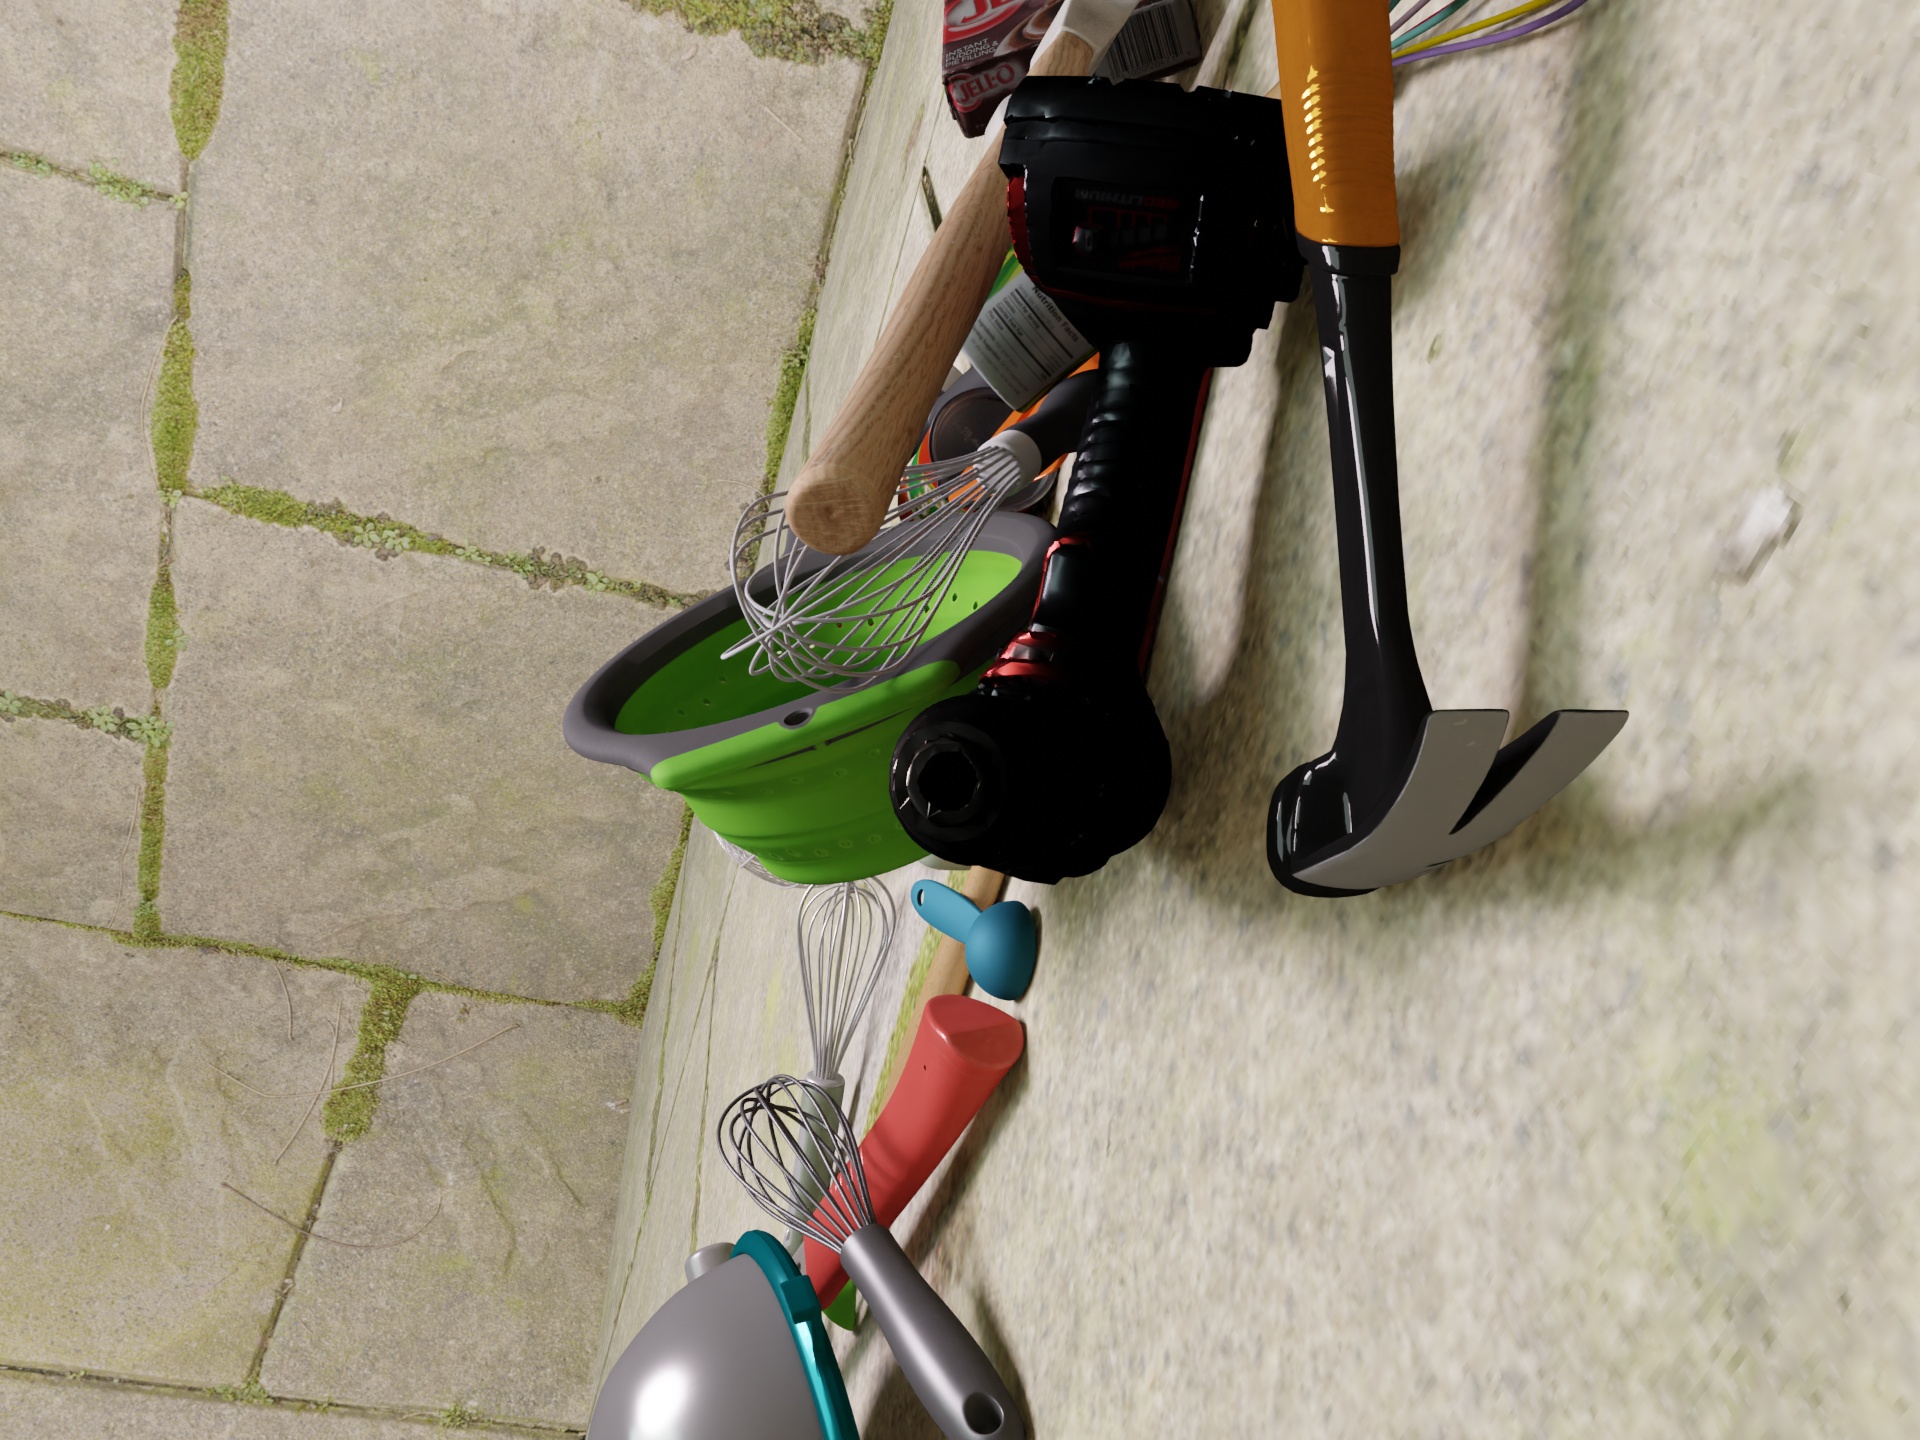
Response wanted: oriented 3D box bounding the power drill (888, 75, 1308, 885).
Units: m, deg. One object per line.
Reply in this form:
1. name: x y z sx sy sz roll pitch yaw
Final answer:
1. power drill: 0.037 -0.063 0.461 0.188 0.080 0.226 3 -82 -74

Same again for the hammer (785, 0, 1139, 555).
1. hammer: 0.010 -0.177 0.552 0.130 0.031 0.331 -51 14 48

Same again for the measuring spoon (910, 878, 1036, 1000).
1. measuring spoon: -0.004 0.090 0.705 0.129 0.021 0.042 18 99 65

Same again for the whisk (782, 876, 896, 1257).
1. whisk: -0.081 0.207 0.952 0.058 0.059 0.246 -137 54 -77

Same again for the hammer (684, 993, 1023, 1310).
1. hammer: -0.053 0.250 0.748 0.149 0.036 0.359 63 141 32

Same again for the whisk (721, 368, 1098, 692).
1. whisk: 0.004 -0.085 0.584 0.285 0.070 0.070 -43 -21 -51

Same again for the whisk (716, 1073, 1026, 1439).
1. whisk: -0.040 0.211 0.630 0.239 0.055 0.055 34 113 56

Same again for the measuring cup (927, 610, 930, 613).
1. measuring cup: -0.019 -0.032 0.778 0.029 0.062 0.157 -44 10 47

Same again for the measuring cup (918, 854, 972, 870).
1. measuring cup: -0.001 -0.002 0.732 0.083 0.038 0.167 -112 24 -51

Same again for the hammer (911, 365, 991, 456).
1. hammer: -0.006 -0.180 0.935 0.146 0.035 0.335 -54 14 -10

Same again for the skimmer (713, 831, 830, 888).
1. skimmer: -0.069 0.048 0.977 0.363 0.127 0.090 -21 41 63

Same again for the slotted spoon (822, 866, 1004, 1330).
1. slotted spoon: -0.029 0.182 0.784 0.070 0.031 0.313 -111 36 -57

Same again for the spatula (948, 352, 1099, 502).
1. spatula: 0.060 -0.250 0.761 0.081 0.041 0.323 -7 68 52

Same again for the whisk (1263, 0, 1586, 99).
1. whisk: 0.117 -0.198 0.450 0.245 0.047 0.051 -161 82 -81

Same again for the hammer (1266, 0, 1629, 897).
1. hammer: 0.088 -0.134 0.362 0.127 0.034 0.337 102 168 -75

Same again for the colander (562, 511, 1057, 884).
1. colander: -0.048 -0.030 0.704 0.397 0.204 0.094 -99 -11 -69

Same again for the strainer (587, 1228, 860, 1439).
1. strainer: -0.127 0.343 0.722 0.340 0.095 0.211 151 110 -66
